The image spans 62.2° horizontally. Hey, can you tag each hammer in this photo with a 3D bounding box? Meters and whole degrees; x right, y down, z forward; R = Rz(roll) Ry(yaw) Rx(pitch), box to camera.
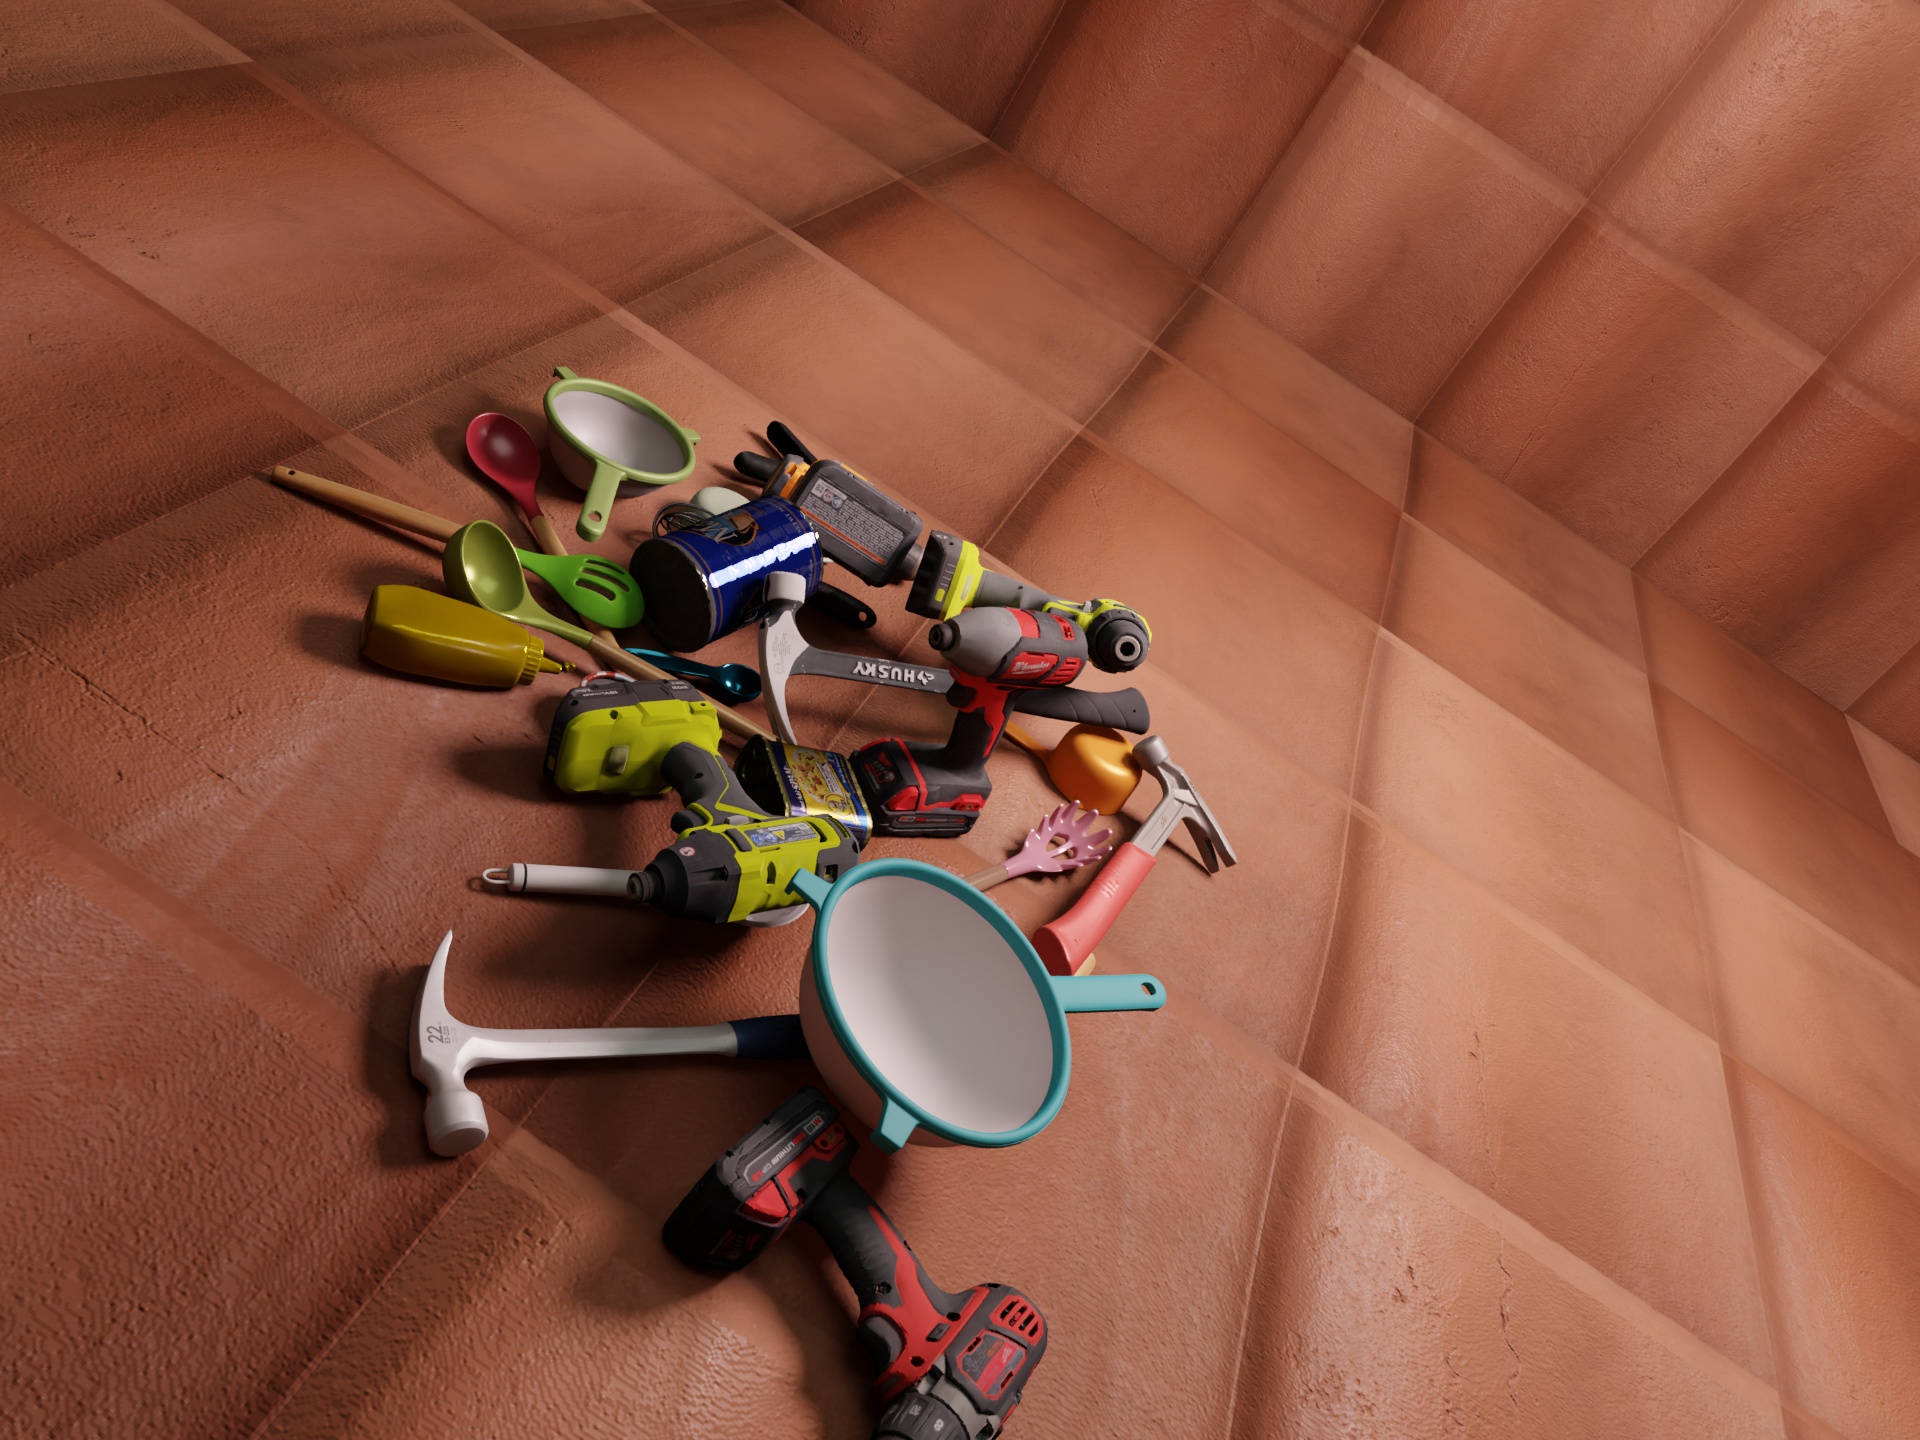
[{"bbox_3d":[0.149,0.140,1.390,0.149,0.036,0.359,58,32,-6],"label":"hammer"},{"bbox_3d":[-0.165,0.209,1.066,0.405,0.035,0.144,6,41,-37],"label":"hammer"},{"bbox_3d":[0.005,-0.027,1.439,0.408,0.036,0.149,9,80,-30],"label":"hammer"}]

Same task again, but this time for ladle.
[{"bbox_3d":[-0.273,-0.058,1.291,0.320,0.062,0.078,30,36,-11],"label":"ladle"},{"bbox_3d":[-0.359,-0.157,1.392,0.069,0.031,0.316,-9,53,-38],"label":"ladle"}]

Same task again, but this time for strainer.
[{"bbox_3d":[-0.213,0.119,1.142,0.258,0.050,0.087,7,39,-28],"label":"strainer"},{"bbox_3d":[-0.330,-0.220,1.460,0.151,0.069,0.257,24,34,-19],"label":"strainer"},{"bbox_3d":[0.011,0.211,1.114,0.340,0.095,0.211,8,49,-45],"label":"strainer"}]

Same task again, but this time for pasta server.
[{"bbox_3d":[0.022,0.130,1.338,0.316,0.040,0.060,-16,66,-50],"label":"pasta server"}]

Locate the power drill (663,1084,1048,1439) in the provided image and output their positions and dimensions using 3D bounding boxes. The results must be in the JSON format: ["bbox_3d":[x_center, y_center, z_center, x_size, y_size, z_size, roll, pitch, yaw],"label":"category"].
[{"bbox_3d":[-0.068,0.348,0.934,0.227,0.080,0.188,44,33,10],"label":"power drill"}]

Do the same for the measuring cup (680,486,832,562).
[{"bbox_3d":[-0.192,-0.188,1.569,0.167,0.038,0.083,10,39,-29],"label":"measuring cup"}]

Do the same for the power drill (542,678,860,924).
[{"bbox_3d":[-0.200,0.060,1.143,0.171,0.080,0.223,-6,35,-42],"label":"power drill"}]

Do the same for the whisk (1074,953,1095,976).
[{"bbox_3d":[0.061,0.237,1.227,0.051,0.047,0.245,38,29,8],"label":"whisk"}]

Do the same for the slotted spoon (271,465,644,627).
[{"bbox_3d":[-0.410,-0.150,1.315,0.313,0.031,0.070,19,47,-12],"label":"slotted spoon"}]

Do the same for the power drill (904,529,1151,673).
[{"bbox_3d":[0.068,-0.103,1.480,0.228,0.080,0.190,19,8,-3],"label":"power drill"}]

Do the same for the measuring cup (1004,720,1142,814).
[{"bbox_3d":[0.099,0.019,1.539,0.173,0.052,0.095,35,32,-2],"label":"measuring cup"}]

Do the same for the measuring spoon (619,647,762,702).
[{"bbox_3d":[-0.233,-0.038,1.361,0.128,0.021,0.042,13,37,-14],"label":"measuring spoon"}]

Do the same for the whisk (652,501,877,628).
[{"bbox_3d":[-0.183,-0.141,1.512,0.238,0.055,0.055,25,33,-23],"label":"whisk"}]

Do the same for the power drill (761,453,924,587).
[{"bbox_3d":[-0.099,-0.187,1.556,0.185,0.084,0.226,32,3,-16],"label":"power drill"}]

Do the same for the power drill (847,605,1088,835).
[{"bbox_3d":[-0.002,-0.004,1.322,0.143,0.219,0.079,5,42,-39],"label":"power drill"}]
